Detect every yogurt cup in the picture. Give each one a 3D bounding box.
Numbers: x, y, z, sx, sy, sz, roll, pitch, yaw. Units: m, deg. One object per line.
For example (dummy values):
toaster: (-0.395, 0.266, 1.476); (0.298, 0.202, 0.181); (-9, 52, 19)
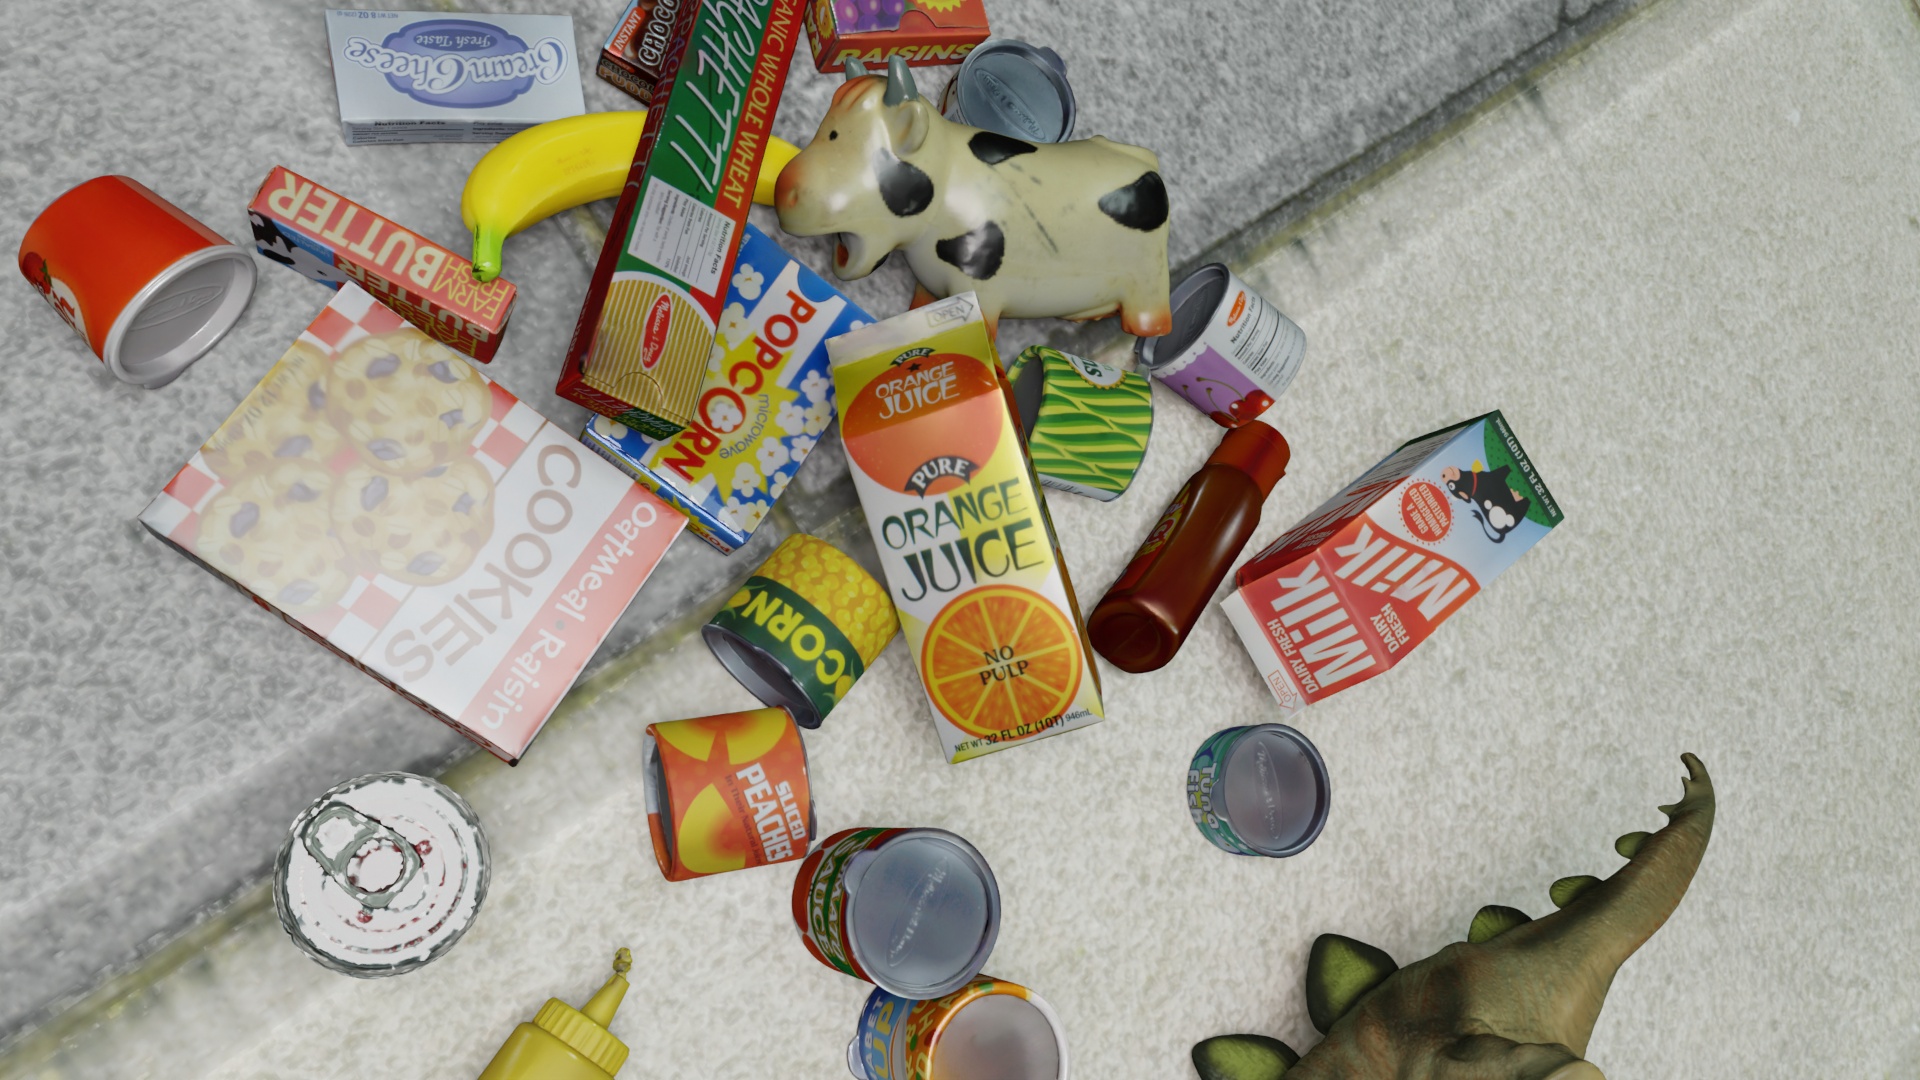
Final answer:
yogurt cup: (-0.317, -0.102, 0.533); (0.054, 0.072, 0.072); (41, 67, -2)

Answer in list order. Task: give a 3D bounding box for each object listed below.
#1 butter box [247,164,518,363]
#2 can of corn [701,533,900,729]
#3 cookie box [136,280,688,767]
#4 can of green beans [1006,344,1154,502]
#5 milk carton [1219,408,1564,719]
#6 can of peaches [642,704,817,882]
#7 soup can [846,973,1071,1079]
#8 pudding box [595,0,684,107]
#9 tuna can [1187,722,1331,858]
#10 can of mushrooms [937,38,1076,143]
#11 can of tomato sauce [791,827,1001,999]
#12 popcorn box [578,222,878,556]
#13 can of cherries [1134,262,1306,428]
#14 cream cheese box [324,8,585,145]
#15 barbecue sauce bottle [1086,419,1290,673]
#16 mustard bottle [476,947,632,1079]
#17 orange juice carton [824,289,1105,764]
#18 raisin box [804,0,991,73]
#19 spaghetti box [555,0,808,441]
butter box: (-0.236, -0.112, 0.574); (0.103, 0.053, 0.024); (27, 73, -16)
can of corn: (-0.068, 0.038, 0.604); (0.071, 0.071, 0.058); (44, 66, -9)
cookie box: (-0.216, -0.005, 0.569); (0.167, 0.040, 0.123); (36, 68, -11)
can of green beans: (0.053, -0.057, 0.677); (0.058, 0.071, 0.071); (14, 75, -19)
milk carton: (0.218, 0.013, 0.729); (0.191, 0.073, 0.072); (-33, 93, -25)
can of peaches: (-0.097, 0.106, 0.579); (0.058, 0.071, 0.071); (-5, 82, -23)
soup can: (-0.002, 0.217, 0.588); (0.071, 0.083, 0.071); (4, 78, -22)
pudding box: (-0.131, -0.244, 0.658); (0.049, 0.030, 0.084); (30, 69, -14)
tuna can: (0.147, 0.126, 0.698); (0.071, 0.032, 0.071); (5, 78, -22)
can of mushrooms: (0.025, -0.222, 0.717); (0.071, 0.033, 0.071); (5, 78, -21)
can of tomato sauce: (-0.031, 0.155, 0.589); (0.071, 0.083, 0.071); (5, 78, -22)
popcorn box: (-0.101, -0.068, 0.630); (0.085, 0.038, 0.127); (37, 68, -11)
can of cherries: (0.134, -0.100, 0.720); (0.058, 0.071, 0.072); (33, 69, -20)
cream cheese box: (-0.222, -0.205, 0.615); (0.104, 0.024, 0.053); (-8, 84, -24)
barbecue sauce bottle: (0.120, -0.002, 0.699); (0.043, 0.064, 0.149); (38, 58, 1)
mustard bottle: (-0.170, 0.228, 0.528); (0.049, 0.065, 0.161); (40, 63, -13)
orange juice carton: (0.002, -0.008, 0.613); (0.072, 0.073, 0.192); (-17, 97, 7)
raisin box: (-0.043, -0.304, 0.702); (0.086, 0.040, 0.123); (-12, 85, -25)
spaghetti box: (-0.113, -0.163, 0.598); (0.050, 0.028, 0.251); (26, 63, -32)
